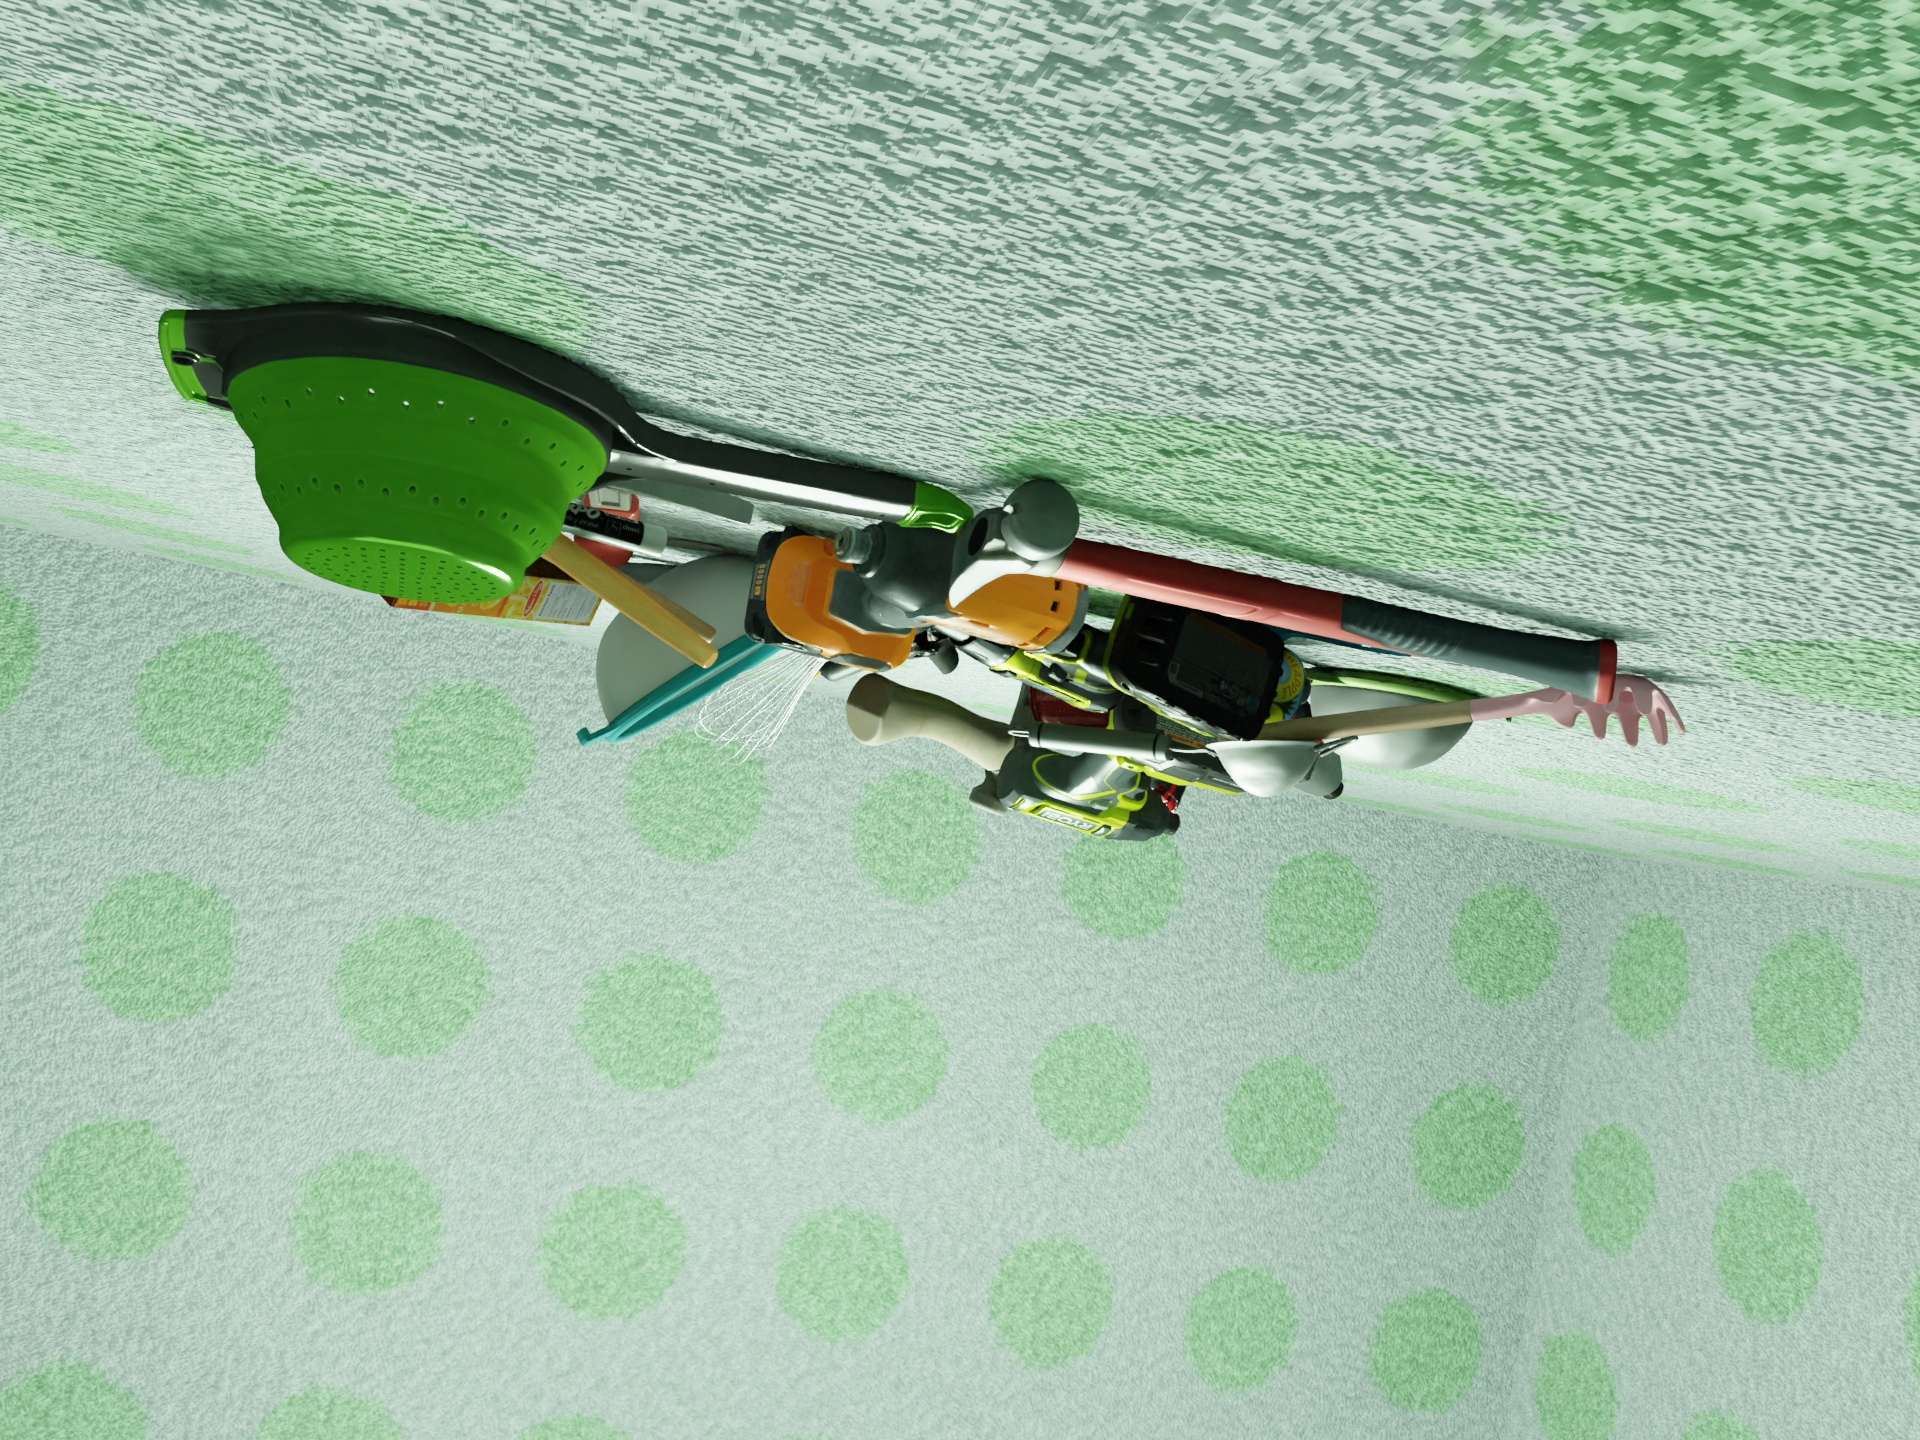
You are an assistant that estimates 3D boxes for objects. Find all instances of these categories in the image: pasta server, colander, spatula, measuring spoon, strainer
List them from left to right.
[{"bbox_3d":[-0.276,-0.117,0.945,0.323,0.041,0.081,35,178,13],"label":"spatula"},{"bbox_3d":[-0.311,-0.124,1.074,0.317,0.044,0.082,29,-175,-18],"label":"spatula"},{"bbox_3d":[-0.185,-0.102,0.789,0.397,0.094,0.204,8,168,-19],"label":"colander"},{"bbox_3d":[-0.241,-0.137,1.272,0.124,0.018,0.034,9,176,27],"label":"measuring spoon"},{"bbox_3d":[-0.206,-0.083,1.344,0.211,0.095,0.340,-31,-177,12],"label":"strainer"},{"bbox_3d":[0.154,0.023,1.149,0.258,0.050,0.086,6,174,24],"label":"strainer"},{"bbox_3d":[0.245,-0.049,1.100,0.129,0.021,0.042,12,178,23],"label":"measuring spoon"},{"bbox_3d":[0.303,-0.004,1.280,0.256,0.069,0.151,11,177,-26],"label":"strainer"},{"bbox_3d":[0.324,0.003,1.090,0.316,0.040,0.060,-7,153,33],"label":"pasta server"}]

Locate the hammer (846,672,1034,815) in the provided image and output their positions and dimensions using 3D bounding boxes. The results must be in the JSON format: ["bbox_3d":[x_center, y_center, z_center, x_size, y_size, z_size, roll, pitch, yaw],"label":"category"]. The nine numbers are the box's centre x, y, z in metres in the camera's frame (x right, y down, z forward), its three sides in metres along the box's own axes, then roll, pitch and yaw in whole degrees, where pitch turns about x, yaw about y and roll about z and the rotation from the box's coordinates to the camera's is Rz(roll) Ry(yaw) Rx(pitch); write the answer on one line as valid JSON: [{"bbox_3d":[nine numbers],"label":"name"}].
[{"bbox_3d":[-0.002,-0.004,1.310,0.038,0.146,0.410,22,180,18],"label":"hammer"}]

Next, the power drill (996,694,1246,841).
[{"bbox_3d":[0.154,0.042,1.342,0.171,0.080,0.223,18,153,-19],"label":"power drill"}]

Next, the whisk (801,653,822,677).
[{"bbox_3d":[-0.088,-0.075,1.350,0.051,0.047,0.245,53,157,-6],"label":"whisk"}]

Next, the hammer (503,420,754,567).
[{"bbox_3d":[-0.221,-0.137,1.052,0.149,0.037,0.359,12,176,-11],"label":"hammer"}]

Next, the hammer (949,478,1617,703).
[{"bbox_3d":[0.187,-0.058,0.881,0.386,0.038,0.143,11,168,-15],"label":"hammer"}]

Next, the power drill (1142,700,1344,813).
[{"bbox_3d":[0.233,0.029,1.429,0.220,0.079,0.143,-11,133,45],"label":"power drill"}]

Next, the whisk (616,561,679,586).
[{"bbox_3d":[-0.335,-0.135,1.434,0.239,0.055,0.055,6,177,4],"label":"whisk"}]

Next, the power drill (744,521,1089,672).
[{"bbox_3d":[-0.049,-0.085,1.011,0.164,0.084,0.226,14,172,-34],"label":"power drill"}]

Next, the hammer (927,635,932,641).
[{"bbox_3d":[0.064,-0.067,1.350,0.331,0.031,0.130,9,177,30],"label":"hammer"}]

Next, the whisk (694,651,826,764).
[{"bbox_3d":[-0.124,-0.043,1.256,0.070,0.070,0.284,13,146,-36],"label":"whisk"}]

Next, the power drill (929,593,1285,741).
[{"bbox_3d":[0.091,-0.052,1.112,0.190,0.080,0.229,22,173,-36],"label":"power drill"}]
